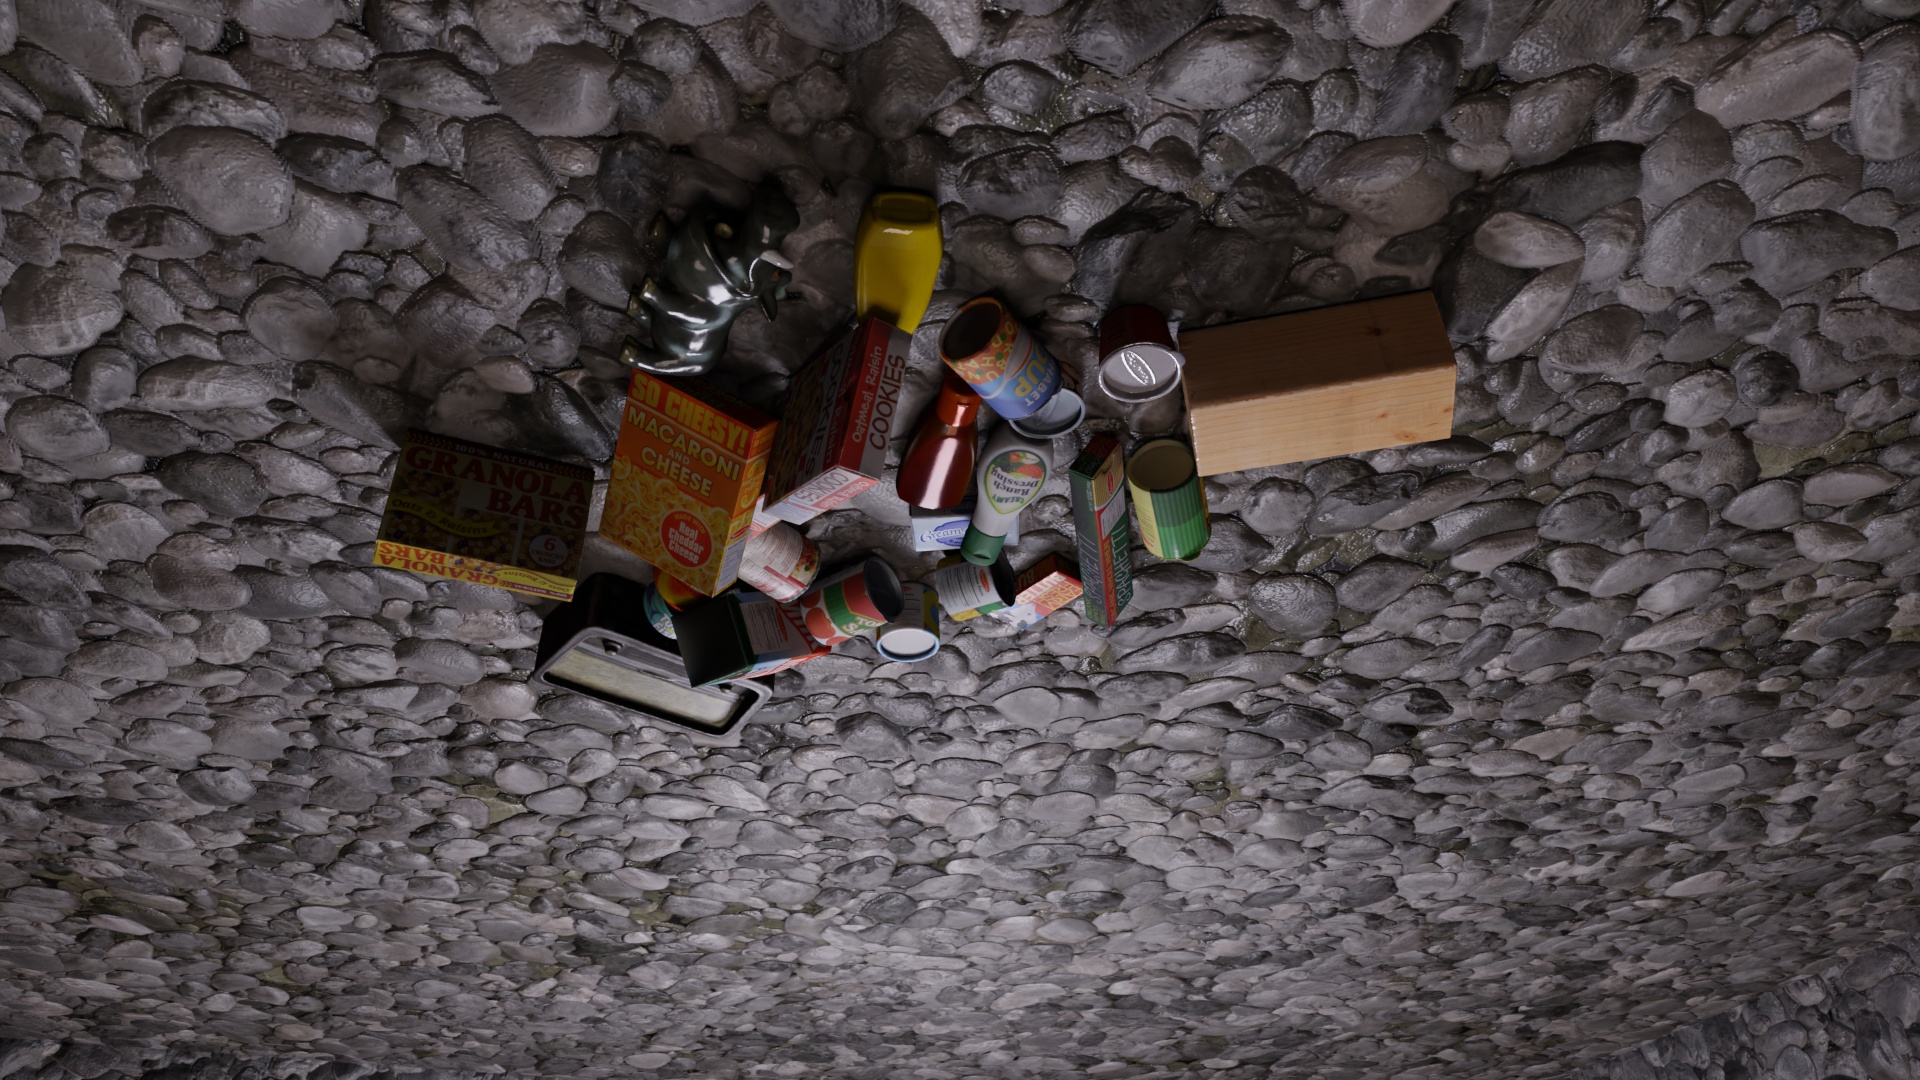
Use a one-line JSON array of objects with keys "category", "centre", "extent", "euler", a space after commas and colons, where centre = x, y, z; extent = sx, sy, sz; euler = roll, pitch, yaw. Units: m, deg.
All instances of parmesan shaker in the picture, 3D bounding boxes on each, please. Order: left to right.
[{"category": "parmesan shaker", "centre": [0.193, -0.036, 1.268], "extent": [0.071, 0.071, 0.102], "euler": [-10, 142, 10]}]

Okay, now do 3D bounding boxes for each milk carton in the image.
[{"category": "milk carton", "centre": [-0.194, 0.093, 1.379], "extent": [0.072, 0.073, 0.191], "euler": [-22, 172, 25]}]

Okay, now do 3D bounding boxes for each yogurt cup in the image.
[{"category": "yogurt cup", "centre": [0.143, -0.153, 1.124], "extent": [0.072, 0.054, 0.072], "euler": [-1, 143, -1]}]

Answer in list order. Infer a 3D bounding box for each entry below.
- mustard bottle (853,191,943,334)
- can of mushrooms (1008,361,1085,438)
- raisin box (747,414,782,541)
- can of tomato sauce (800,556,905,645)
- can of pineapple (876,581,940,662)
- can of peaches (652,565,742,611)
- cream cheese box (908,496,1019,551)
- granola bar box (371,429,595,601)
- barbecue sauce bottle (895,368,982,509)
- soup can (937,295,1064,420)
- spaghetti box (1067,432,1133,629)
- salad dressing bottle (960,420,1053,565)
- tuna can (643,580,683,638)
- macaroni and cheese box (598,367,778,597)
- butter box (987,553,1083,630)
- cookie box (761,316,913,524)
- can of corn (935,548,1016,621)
[{"category": "mustard bottle", "centre": [-0.053, -0.193, 1.064], "extent": [0.065, 0.049, 0.159], "euler": [3, 144, -10]}, {"category": "can of mushrooms", "centre": [0.070, -0.121, 1.181], "extent": [0.071, 0.033, 0.070], "euler": [-2, 144, -1]}, {"category": "raisin box", "centre": [-0.195, -0.043, 1.223], "extent": [0.123, 0.086, 0.040], "euler": [-30, 140, 31]}, {"category": "can of tomato sauce", "centre": [-0.107, 0.063, 1.383], "extent": [0.083, 0.071, 0.071], "euler": [-24, 138, 27]}, {"category": "can of pineapple", "centre": [-0.054, 0.085, 1.426], "extent": [0.071, 0.058, 0.070], "euler": [-2, 143, -1]}, {"category": "can of peaches", "centre": [-0.253, 0.029, 1.330], "extent": [0.058, 0.071, 0.071], "euler": [-28, 136, 31]}, {"category": "cream cheese box", "centre": [0.005, -0.017, 1.322], "extent": [0.104, 0.024, 0.053], "euler": [-3, 141, 1]}, {"category": "granola bar box", "centre": [-0.410, -0.022, 1.207], "extent": [0.166, 0.125, 0.038], "euler": [13, 140, -19]}, {"category": "barbecue sauce bottle", "centre": [-0.013, -0.088, 1.211], "extent": [0.065, 0.044, 0.147], "euler": [6, 142, -12]}, {"category": "soup can", "centre": [0.034, -0.146, 1.115], "extent": [0.071, 0.072, 0.083], "euler": [-24, 138, 26]}, {"category": "spaghetti box", "centre": [0.136, -0.002, 1.323], "extent": [0.029, 0.050, 0.248], "euler": [27, 152, 26]}, {"category": "salad dressing bottle", "centre": [0.038, -0.042, 1.251], "extent": [0.064, 0.044, 0.146], "euler": [13, 129, -12]}, {"category": "tuna can", "centre": [-0.279, 0.064, 1.374], "extent": [0.032, 0.071, 0.071], "euler": [-31, 134, 34]}, {"category": "macaroni and cheese box", "centre": [-0.230, -0.053, 1.160], "extent": [0.124, 0.040, 0.165], "euler": [28, 120, 13]}, {"category": "butter box", "centre": [0.079, 0.053, 1.419], "extent": [0.053, 0.024, 0.103], "euler": [26, 135, -33]}, {"category": "cookie box", "centre": [-0.100, -0.090, 1.091], "extent": [0.040, 0.123, 0.167], "euler": [19, 161, -24]}, {"category": "can of corn", "centre": [0.016, 0.041, 1.367], "extent": [0.058, 0.071, 0.071], "euler": [-17, 141, 20]}]
